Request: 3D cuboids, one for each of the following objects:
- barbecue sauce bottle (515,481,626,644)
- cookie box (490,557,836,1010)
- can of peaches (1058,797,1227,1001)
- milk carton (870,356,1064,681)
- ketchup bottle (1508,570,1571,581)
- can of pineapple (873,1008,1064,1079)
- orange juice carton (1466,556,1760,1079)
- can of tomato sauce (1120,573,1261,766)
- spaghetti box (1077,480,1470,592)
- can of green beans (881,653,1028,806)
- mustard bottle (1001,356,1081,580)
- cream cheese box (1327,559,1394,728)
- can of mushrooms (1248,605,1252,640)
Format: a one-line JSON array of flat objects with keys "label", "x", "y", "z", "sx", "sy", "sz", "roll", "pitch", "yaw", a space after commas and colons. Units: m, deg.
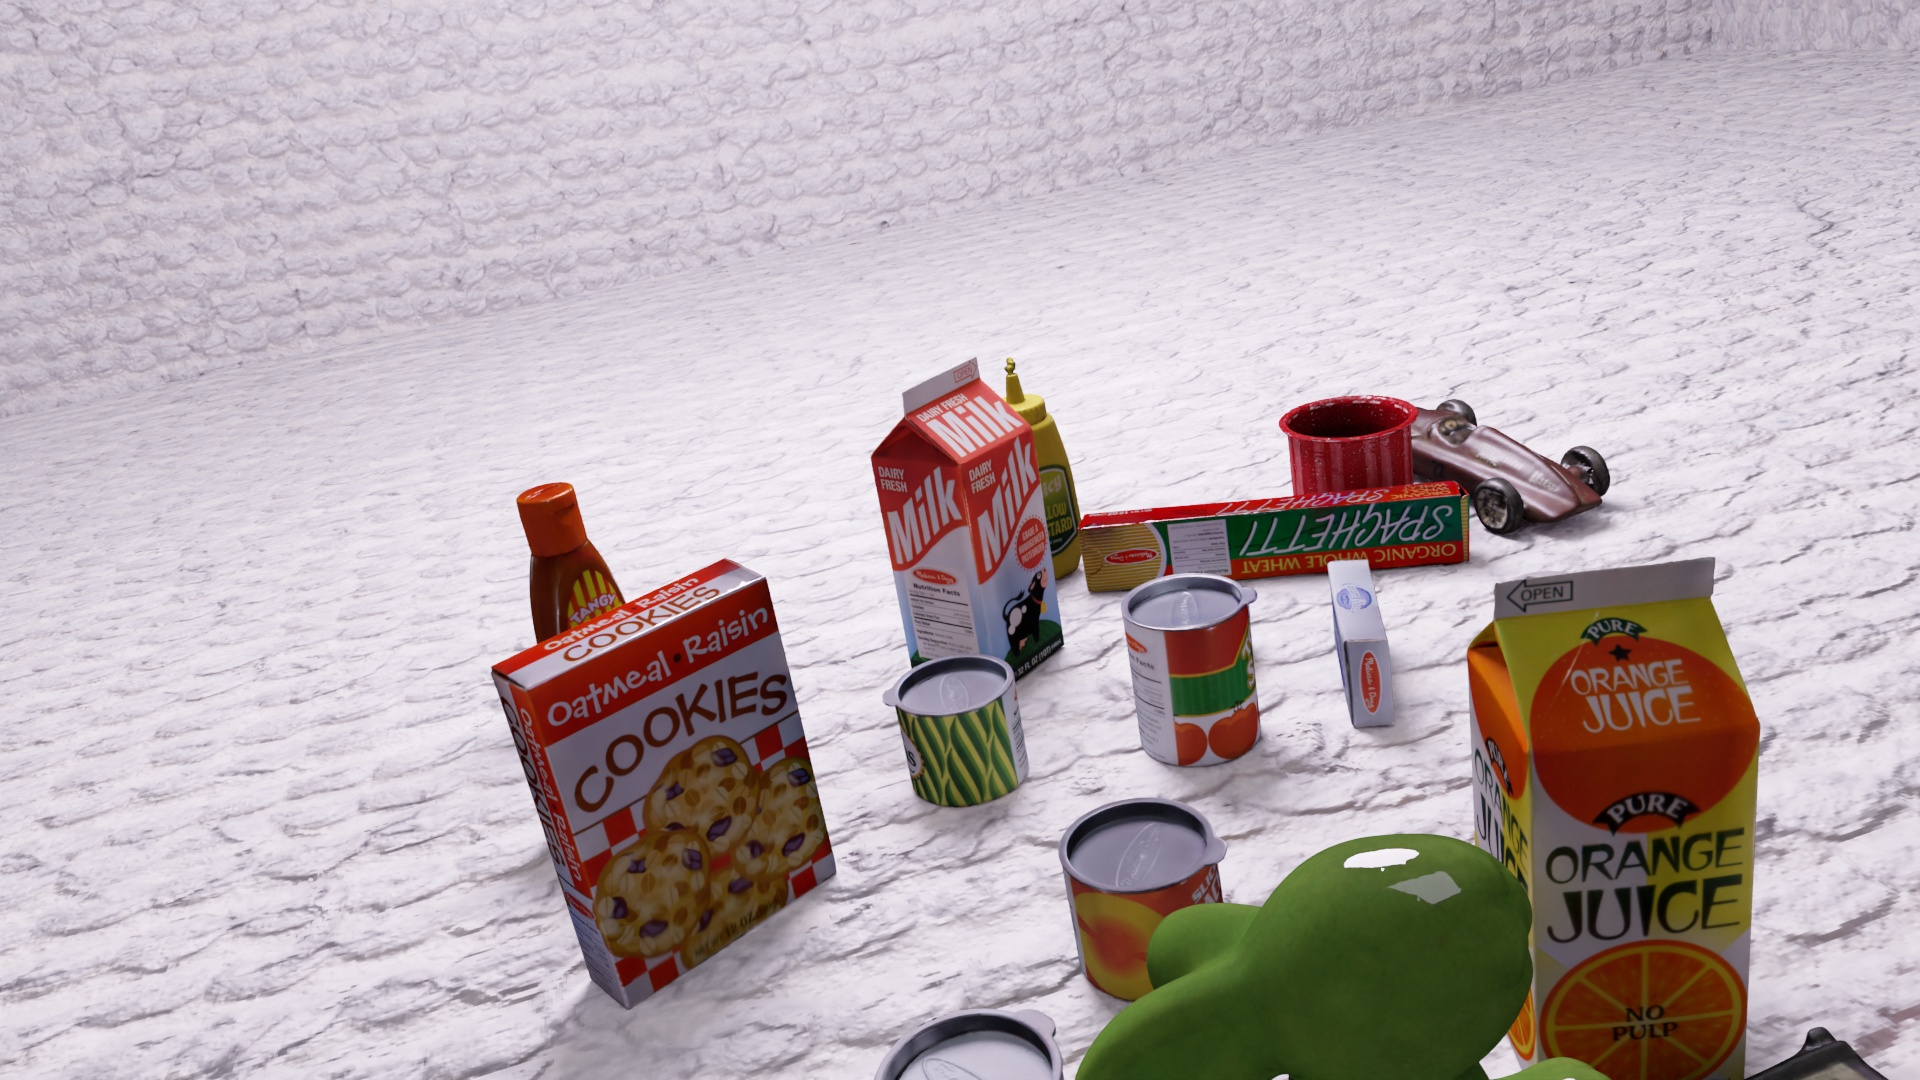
[{"label": "barbecue sauce bottle", "x": -0.249, "y": 0.037, "z": 0.898, "sx": 0.043, "sy": 0.148, "sz": 0.065, "roll": 7, "pitch": 28, "yaw": 38}, {"label": "cookie box", "x": -0.132, "y": 0.109, "z": 0.642, "sx": 0.123, "sy": 0.166, "sz": 0.040, "roll": -27, "pitch": 27, "yaw": -36}, {"label": "can of peaches", "x": 0.080, "y": 0.152, "z": 0.589, "sx": 0.071, "sy": 0.057, "sz": 0.071, "roll": -9, "pitch": 22, "yaw": 4}, {"label": "milk carton", "x": 0.003, "y": -0.011, "z": 0.846, "sx": 0.073, "sy": 0.189, "sz": 0.073, "roll": 8, "pitch": 28, "yaw": 39}, {"label": "ketchup bottle", "x": 0.239, "y": 0.086, "z": 0.559, "sx": 0.043, "sy": 0.148, "sz": 0.065, "roll": -15, "pitch": 22, "yaw": -11}, {"label": "can of pineapple", "x": 0.009, "y": 0.208, "z": 0.484, "sx": 0.071, "sy": 0.057, "sz": 0.071, "roll": -9, "pitch": 22, "yaw": 4}, {"label": "orange juice carton", "x": 0.223, "y": 0.096, "z": 0.481, "sx": 0.072, "sy": 0.192, "sz": 0.073, "roll": -8, "pitch": 22, "yaw": 7}, {"label": "can of tomato sauce", "x": 0.126, "y": 0.068, "z": 0.741, "sx": 0.071, "sy": 0.082, "sz": 0.071, "roll": -9, "pitch": 22, "yaw": 4}, {"label": "spaghetti box", "x": 0.206, "y": -0.002, "z": 0.922, "sx": 0.250, "sy": 0.050, "sz": 0.029, "roll": -5, "pitch": 22, "yaw": 12}, {"label": "can of green beans", "x": 0.000, "y": 0.102, "z": 0.748, "sx": 0.071, "sy": 0.057, "sz": 0.071, "roll": -9, "pitch": 22, "yaw": 4}, {"label": "mustard bottle", "x": 0.045, "y": -0.048, "z": 0.961, "sx": 0.065, "sy": 0.159, "sz": 0.049, "roll": -21, "pitch": 24, "yaw": -24}, {"label": "cream cheese box", "x": 0.221, "y": 0.055, "z": 0.771, "sx": 0.024, "sy": 0.053, "sz": 0.104, "roll": -6, "pitch": 22, "yaw": 12}, {"label": "can of mushrooms", "x": 0.139, "y": 0.054, "z": 0.836, "sx": 0.071, "sy": 0.033, "sz": 0.071, "roll": -9, "pitch": 22, "yaw": 4}]
